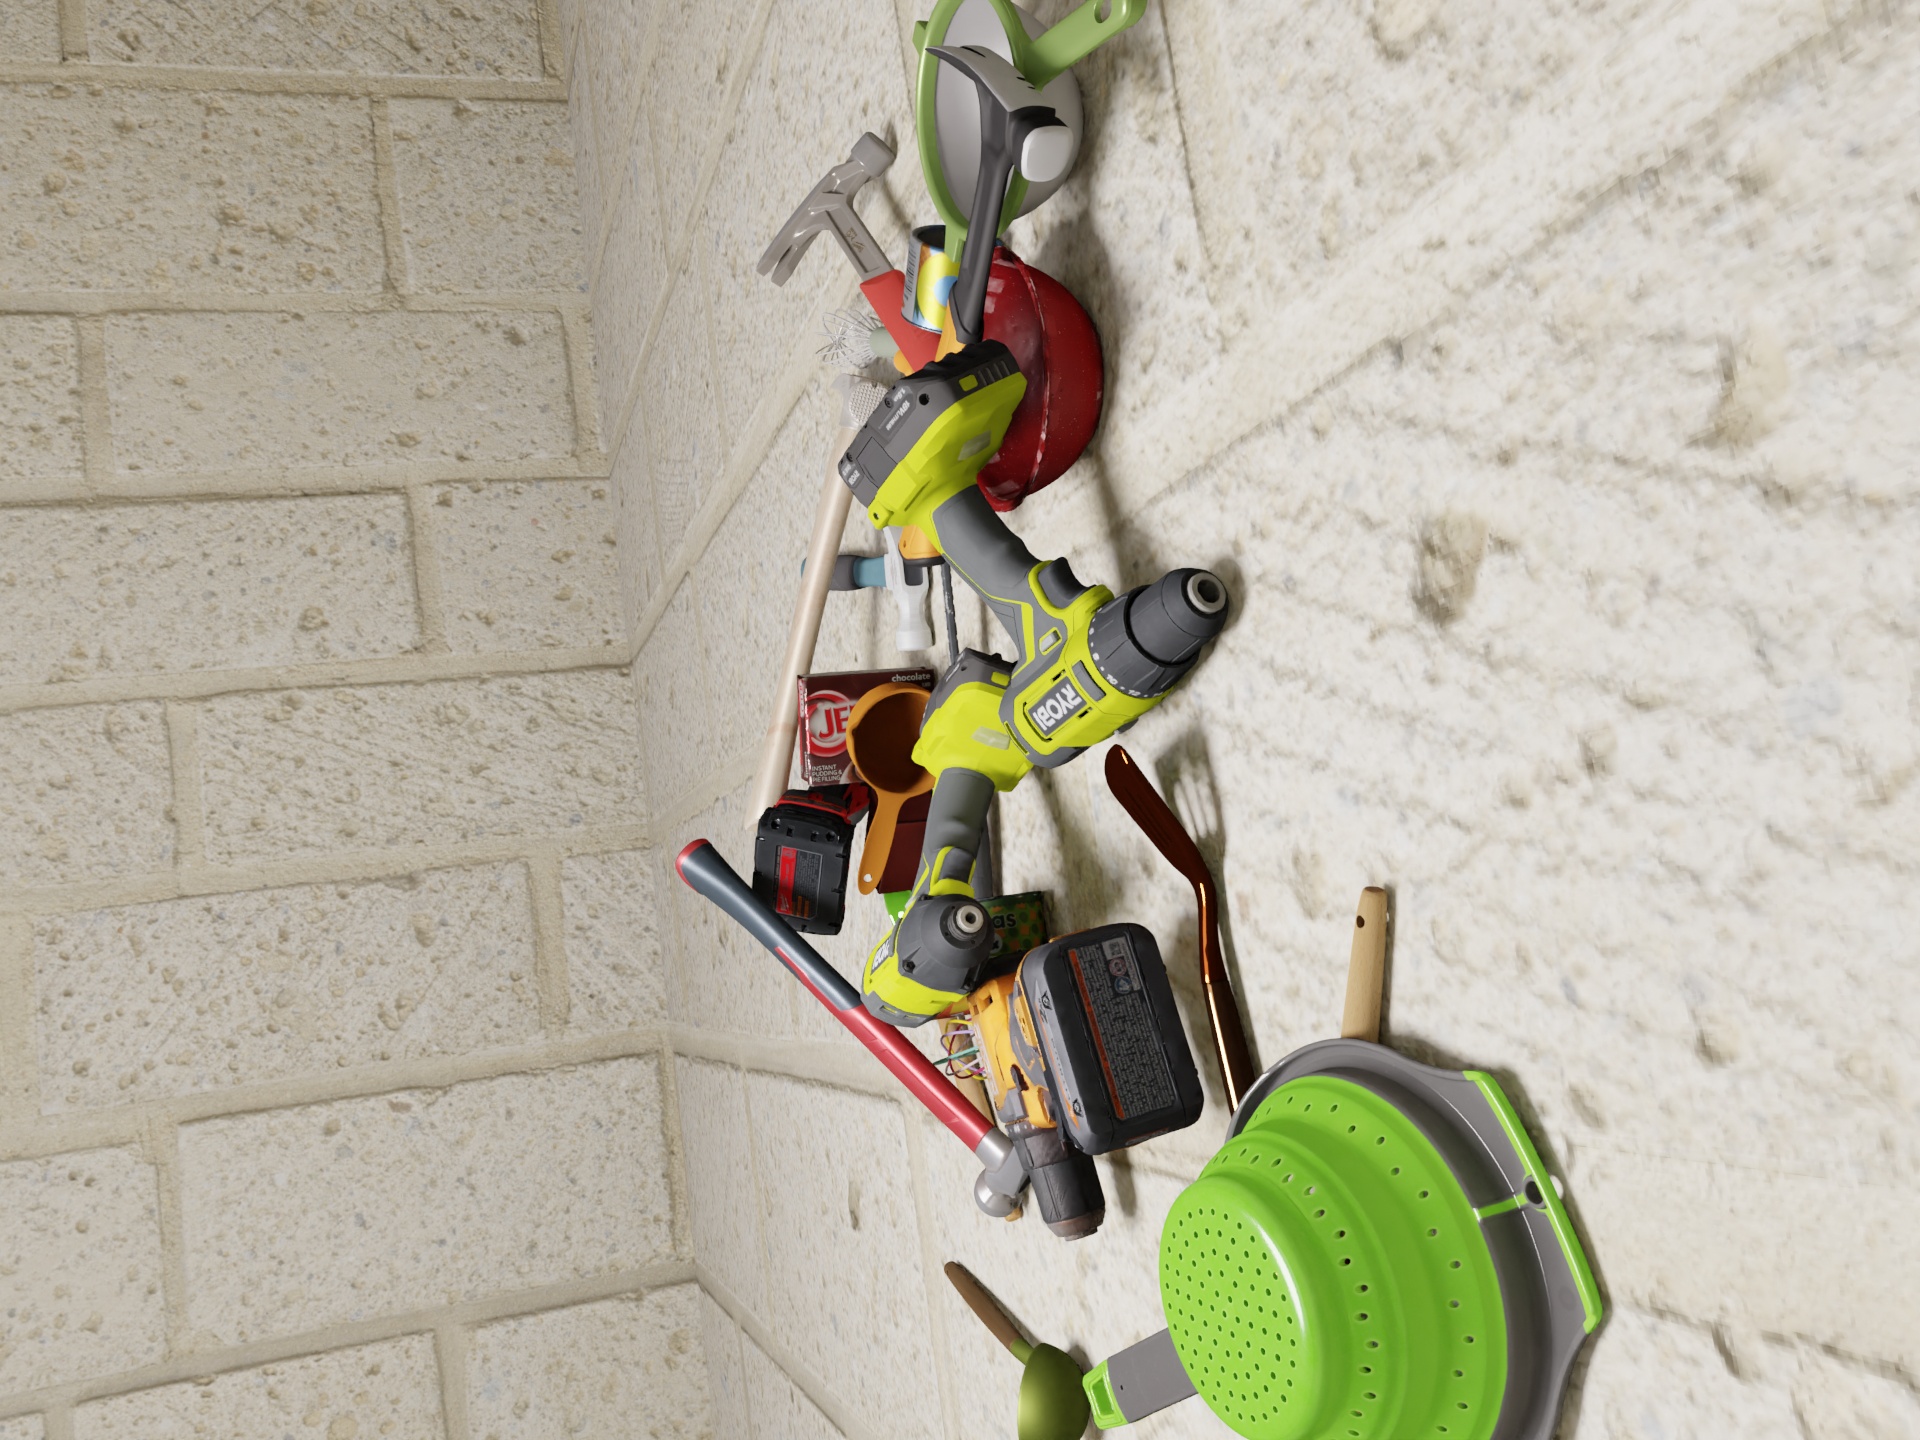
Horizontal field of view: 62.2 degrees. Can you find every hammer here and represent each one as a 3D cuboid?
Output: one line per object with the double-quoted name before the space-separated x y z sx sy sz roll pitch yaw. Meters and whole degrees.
"hammer" -0.092 -0.133 1.445 0.331 0.033 0.128 -167 72 -70
"hammer" -0.004 -0.235 0.981 0.127 0.034 0.336 59 150 37
"hammer" -0.084 0.214 1.232 0.387 0.038 0.143 40 143 22
"hammer" -0.133 -0.099 1.399 0.146 0.038 0.410 -128 51 -71
"hammer" -0.002 -0.004 1.191 0.149 0.036 0.409 -120 24 -81
"hammer" -0.054 -0.310 1.213 0.149 0.036 0.359 -46 47 20

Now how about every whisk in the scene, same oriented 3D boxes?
"whisk" 0.033 0.230 1.170 0.245 0.051 0.047 136 132 -62
"whisk" -0.067 -0.314 1.320 0.059 0.058 0.246 55 169 -25

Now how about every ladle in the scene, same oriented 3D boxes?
"ladle" 0.182 0.229 0.764 0.069 0.031 0.315 26 118 57
"ladle" 0.026 0.479 1.235 0.320 0.062 0.078 180 88 -73

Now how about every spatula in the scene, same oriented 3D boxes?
"spatula" 0.135 0.168 0.861 0.081 0.041 0.323 92 167 -75

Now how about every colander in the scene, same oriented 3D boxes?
"colander" 0.122 0.292 0.757 0.397 0.094 0.205 -55 47 49

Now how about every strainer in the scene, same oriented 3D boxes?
"strainer" 0.054 -0.369 0.919 0.256 0.069 0.151 2 102 65

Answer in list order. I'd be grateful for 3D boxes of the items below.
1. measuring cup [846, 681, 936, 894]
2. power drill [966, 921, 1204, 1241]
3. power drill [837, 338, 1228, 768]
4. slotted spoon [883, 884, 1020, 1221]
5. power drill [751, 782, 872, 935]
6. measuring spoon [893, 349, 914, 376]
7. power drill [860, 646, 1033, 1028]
"measuring cup" -0.059 0.052 1.280 0.052 0.095 0.173 -134 58 -70
"power drill" 0.069 0.221 0.961 0.226 0.084 0.185 130 126 -69
"power drill" 0.043 -0.098 0.906 0.228 0.080 0.190 55 147 4
"slotted spoon" -0.006 0.263 1.312 0.070 0.031 0.314 108 148 -49
"power drill" -0.115 0.082 1.398 0.220 0.078 0.143 -71 -9 -57
"measuring spoon" -0.032 -0.232 1.240 0.021 0.011 0.117 10 118 65
"power drill" 0.002 0.074 1.028 0.171 0.080 0.223 126 161 -62
